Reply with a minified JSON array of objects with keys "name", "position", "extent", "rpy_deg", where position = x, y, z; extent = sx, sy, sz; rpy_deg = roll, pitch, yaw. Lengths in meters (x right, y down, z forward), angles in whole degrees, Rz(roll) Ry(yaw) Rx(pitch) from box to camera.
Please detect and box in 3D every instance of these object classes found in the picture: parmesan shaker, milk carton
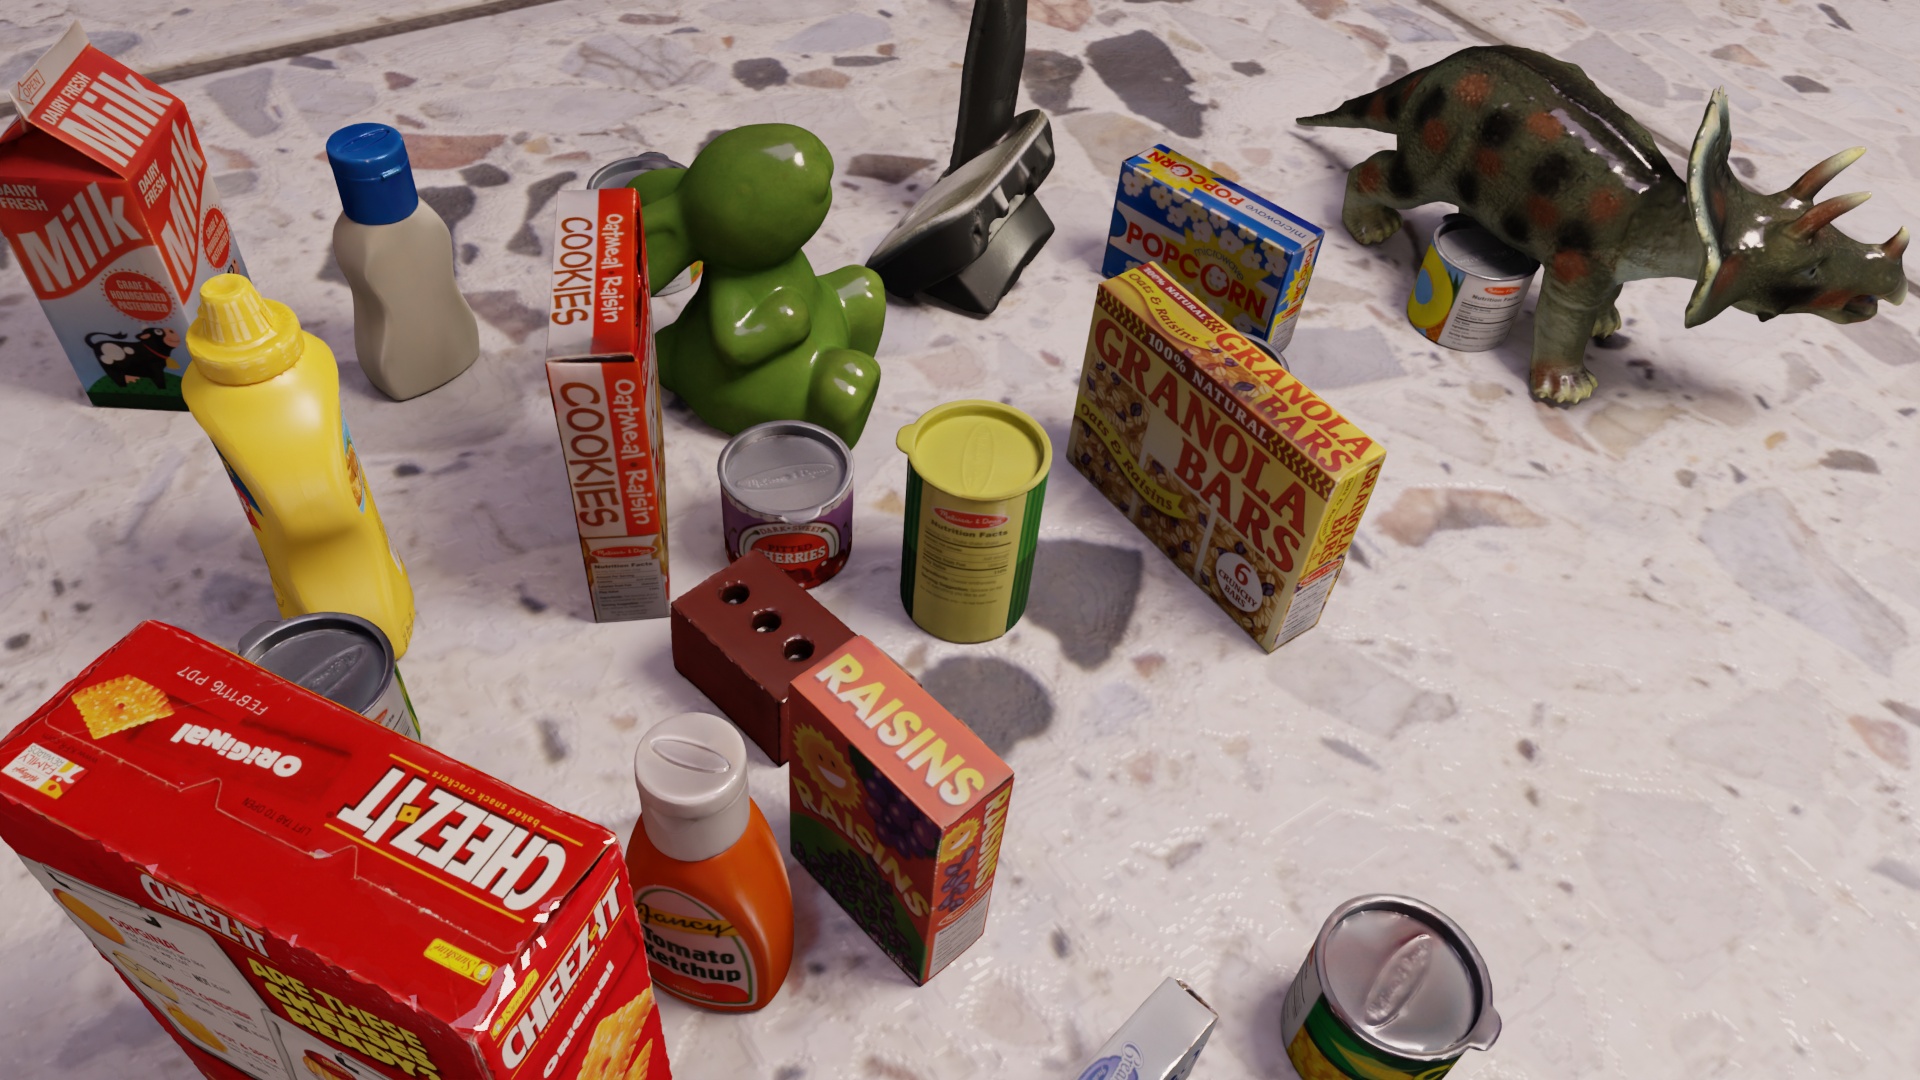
[{"name":"parmesan shaker","position":[0.002,-0.008,0.665],"extent":[0.071,0.102,0.072],"rpy_deg":[3,47,-3]},{"name":"milk carton","position":[-0.423,-0.158,0.700],"extent":[0.073,0.189,0.073],"rpy_deg":[2,47,-4]}]

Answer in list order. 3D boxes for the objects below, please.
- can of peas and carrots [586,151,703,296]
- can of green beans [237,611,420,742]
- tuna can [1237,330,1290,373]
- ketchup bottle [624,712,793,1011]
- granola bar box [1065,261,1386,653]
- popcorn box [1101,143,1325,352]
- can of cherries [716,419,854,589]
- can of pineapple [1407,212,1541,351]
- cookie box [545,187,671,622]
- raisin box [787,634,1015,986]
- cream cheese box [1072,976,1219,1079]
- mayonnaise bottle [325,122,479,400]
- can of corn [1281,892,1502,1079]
[{"name":"can of peas and carrots","position":[-0.190,-0.193,0.846],"extent":[0.071,0.058,0.071],"rpy_deg":[3,47,-3]},{"name":"can of green beans","position":[-0.269,0.074,0.591],"extent":[0.071,0.057,0.071],"rpy_deg":[3,47,-3]},{"name":"tuna can","position":[0.154,-0.091,0.806],"extent":[0.071,0.032,0.071],"rpy_deg":[3,47,-3]},{"name":"ketchup bottle","position":[-0.094,0.119,0.506],"extent":[0.065,0.148,0.044],"rpy_deg":[15,48,8]},{"name":"granola bar box","position":[0.126,-0.043,0.696],"extent":[0.039,0.123,0.166],"rpy_deg":[-25,54,-26]},{"name":"popcorn box","position":[0.151,-0.175,0.848],"extent":[0.127,0.084,0.038],"rpy_deg":[37,54,25]},{"name":"can of cherries","position":[-0.086,-0.015,0.693],"extent":[0.071,0.058,0.072],"rpy_deg":[3,47,-3]},{"name":"can of pineapple","position":[0.321,-0.162,0.873],"extent":[0.071,0.057,0.071],"rpy_deg":[3,47,-3]},{"name":"cookie box","position":[-0.162,-0.062,0.654],"extent":[0.040,0.166,0.123],"rpy_deg":[-4,48,-10]},{"name":"raisin box","position":[-0.026,0.107,0.542],"extent":[0.040,0.122,0.086],"rpy_deg":[-33,58,-30]},{"name":"cream cheese box","position":[0.050,0.209,0.502],"extent":[0.024,0.053,0.104],"rpy_deg":[37,54,25]},{"name":"mayonnaise bottle","position":[-0.296,-0.146,0.731],"extent":[0.041,0.147,0.065],"rpy_deg":[33,52,23]},{"name":"can of corn","position":[0.165,0.182,0.537],"extent":[0.071,0.058,0.071],"rpy_deg":[3,47,-3]}]
